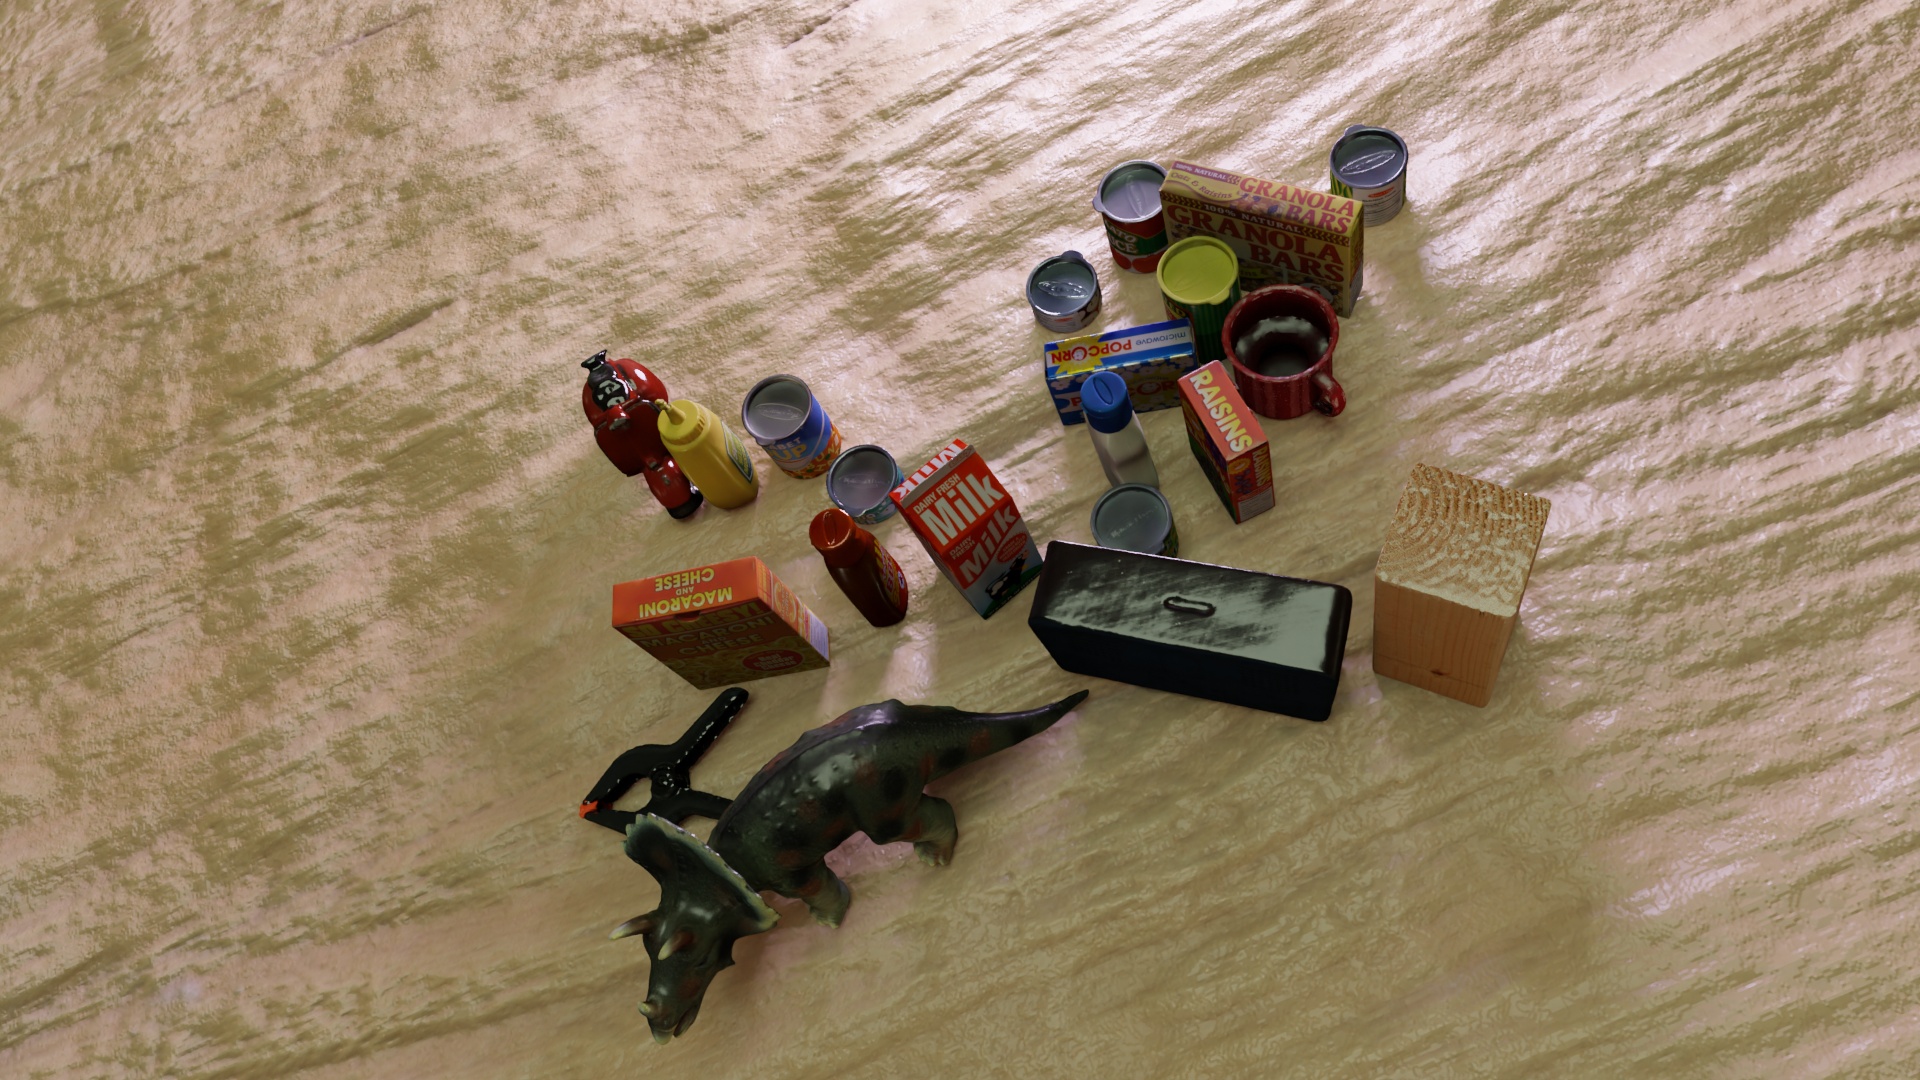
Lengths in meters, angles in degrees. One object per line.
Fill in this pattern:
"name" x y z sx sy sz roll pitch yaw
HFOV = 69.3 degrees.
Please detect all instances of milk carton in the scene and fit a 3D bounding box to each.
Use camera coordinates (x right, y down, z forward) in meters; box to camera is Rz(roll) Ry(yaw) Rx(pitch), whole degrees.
"milk carton" 0.004 -0.014 1.109 0.072 0.190 0.073 -40 63 -4

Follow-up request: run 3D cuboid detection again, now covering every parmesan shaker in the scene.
"parmesan shaker" 0.208 -0.201 1.185 0.071 0.102 0.071 -6 66 13

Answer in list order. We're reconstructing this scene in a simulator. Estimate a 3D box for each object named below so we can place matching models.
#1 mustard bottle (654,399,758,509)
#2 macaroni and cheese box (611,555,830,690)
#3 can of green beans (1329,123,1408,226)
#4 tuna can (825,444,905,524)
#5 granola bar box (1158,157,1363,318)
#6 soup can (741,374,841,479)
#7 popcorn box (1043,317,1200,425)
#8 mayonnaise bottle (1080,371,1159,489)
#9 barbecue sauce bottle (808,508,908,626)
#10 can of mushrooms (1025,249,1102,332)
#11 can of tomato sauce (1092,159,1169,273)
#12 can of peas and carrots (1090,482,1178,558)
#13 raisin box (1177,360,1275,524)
"mustard bottle" -0.227 -0.083 1.220 0.049 0.159 0.065 -21 63 6
"macaroni and cheese box" -0.191 0.072 1.138 0.124 0.166 0.040 -11 65 10
"can of green beans" 0.359 -0.319 1.222 0.071 0.057 0.071 -6 66 13
"tuna can" -0.084 -0.047 1.236 0.071 0.032 0.071 -6 66 13
"granola bar box" 0.259 -0.258 1.185 0.166 0.124 0.039 21 74 22
"soup can" -0.152 -0.099 1.249 0.071 0.083 0.071 -6 66 13
"popcorn box" 0.141 -0.143 1.188 0.127 0.085 0.038 -9 65 11
"mayonnaise bottle" 0.128 -0.086 1.131 0.041 0.147 0.065 -29 63 2
"barbecue sauce bottle" -0.084 0.019 1.142 0.043 0.148 0.065 -14 64 9
"can of mushrooms" 0.096 -0.227 1.267 0.071 0.033 0.071 -6 66 13
"can of tomato sauce" 0.160 -0.289 1.249 0.071 0.083 0.071 -6 66 13
"can of peas and carrots" 0.145 -0.004 1.140 0.071 0.058 0.071 -6 66 13
"raisin box" 0.215 -0.077 1.117 0.040 0.123 0.086 -27 63 3
